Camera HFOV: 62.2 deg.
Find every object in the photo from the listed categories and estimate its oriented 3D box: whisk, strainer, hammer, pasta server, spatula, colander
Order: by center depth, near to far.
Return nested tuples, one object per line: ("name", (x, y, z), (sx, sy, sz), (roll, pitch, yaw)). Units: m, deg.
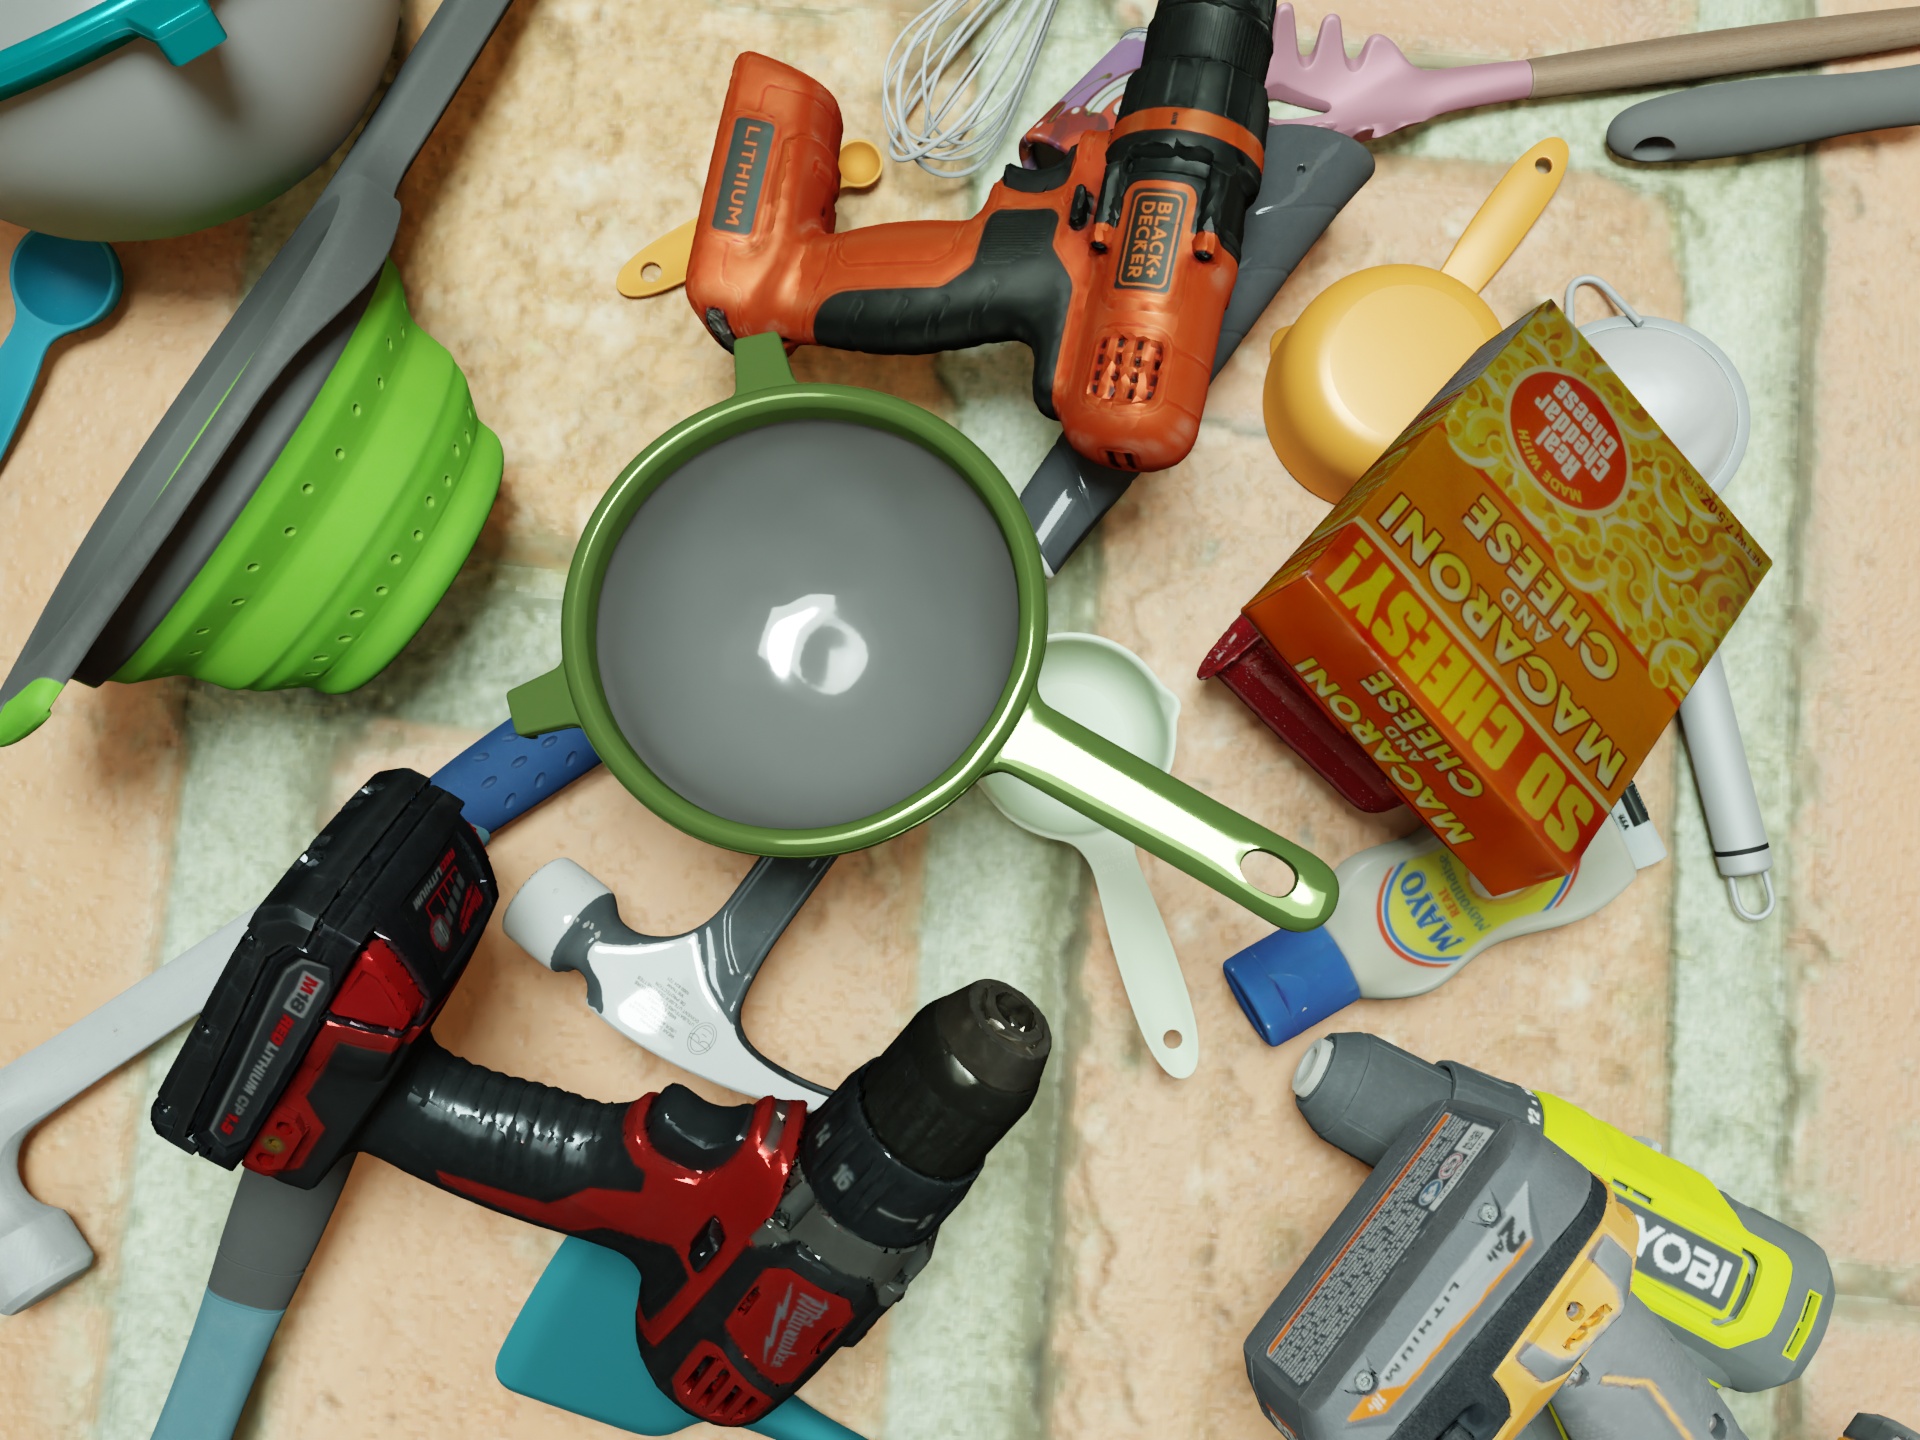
("strainer", (-0.001, -0.002, 0.506), (0.256, 0.069, 0.151), (29, 81, 9))
("hammer", (-0.243, 0.186, 0.552), (0.128, 0.033, 0.331), (21, 91, -10))
("spatula", (-0.011, 0.278, 0.563), (0.317, 0.044, 0.082), (32, 58, 1))
("hammer", (0.018, -0.046, 0.564), (0.149, 0.036, 0.409), (36, 86, 10))
("colander", (-0.198, -0.148, 0.579), (0.094, 0.204, 0.397), (34, 66, -31))
("strainer", (-0.339, -0.227, 0.588), (0.340, 0.095, 0.211), (-7, 47, 20))
("hammer", (-0.213, 0.043, 0.589), (0.405, 0.035, 0.144), (-34, 86, -4))
("strainer", (0.273, -0.051, 0.602), (0.087, 0.050, 0.258), (-14, 88, 8))
("whisk", (0.373, -0.243, 0.620), (0.239, 0.055, 0.055), (-6, 84, 4))
("pasta server", (0.250, -0.260, 0.622), (0.316, 0.040, 0.060), (-8, 69, -2))
("whisk", (0.044, -0.314, 0.623), (0.057, 0.059, 0.246), (38, 79, -33))

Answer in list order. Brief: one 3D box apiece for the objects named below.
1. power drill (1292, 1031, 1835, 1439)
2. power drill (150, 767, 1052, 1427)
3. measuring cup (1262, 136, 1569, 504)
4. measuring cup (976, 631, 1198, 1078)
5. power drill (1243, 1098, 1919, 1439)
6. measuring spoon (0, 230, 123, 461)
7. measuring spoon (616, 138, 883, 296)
("power drill", (0.171, 0.238, 0.554), (0.190, 0.080, 0.228), (28, 82, 1))
("power drill", (-0.102, 0.108, 0.483), (0.226, 0.080, 0.188), (33, 117, -10))
("measuring cup", (0.187, -0.161, 0.603), (0.095, 0.052, 0.173), (36, 87, 3))
("measuring cup", (0.054, 0.050, 0.591), (0.083, 0.038, 0.167), (-18, 87, -2))
("power drill", (0.193, 0.251, 0.478), (0.226, 0.084, 0.185), (41, 81, -2))
("measuring spoon", (-0.363, -0.133, 0.619), (0.042, 0.021, 0.128), (29, 94, 2))
("measuring spoon", (-0.083, -0.196, 0.629), (0.117, 0.011, 0.021), (-27, 86, 1))
